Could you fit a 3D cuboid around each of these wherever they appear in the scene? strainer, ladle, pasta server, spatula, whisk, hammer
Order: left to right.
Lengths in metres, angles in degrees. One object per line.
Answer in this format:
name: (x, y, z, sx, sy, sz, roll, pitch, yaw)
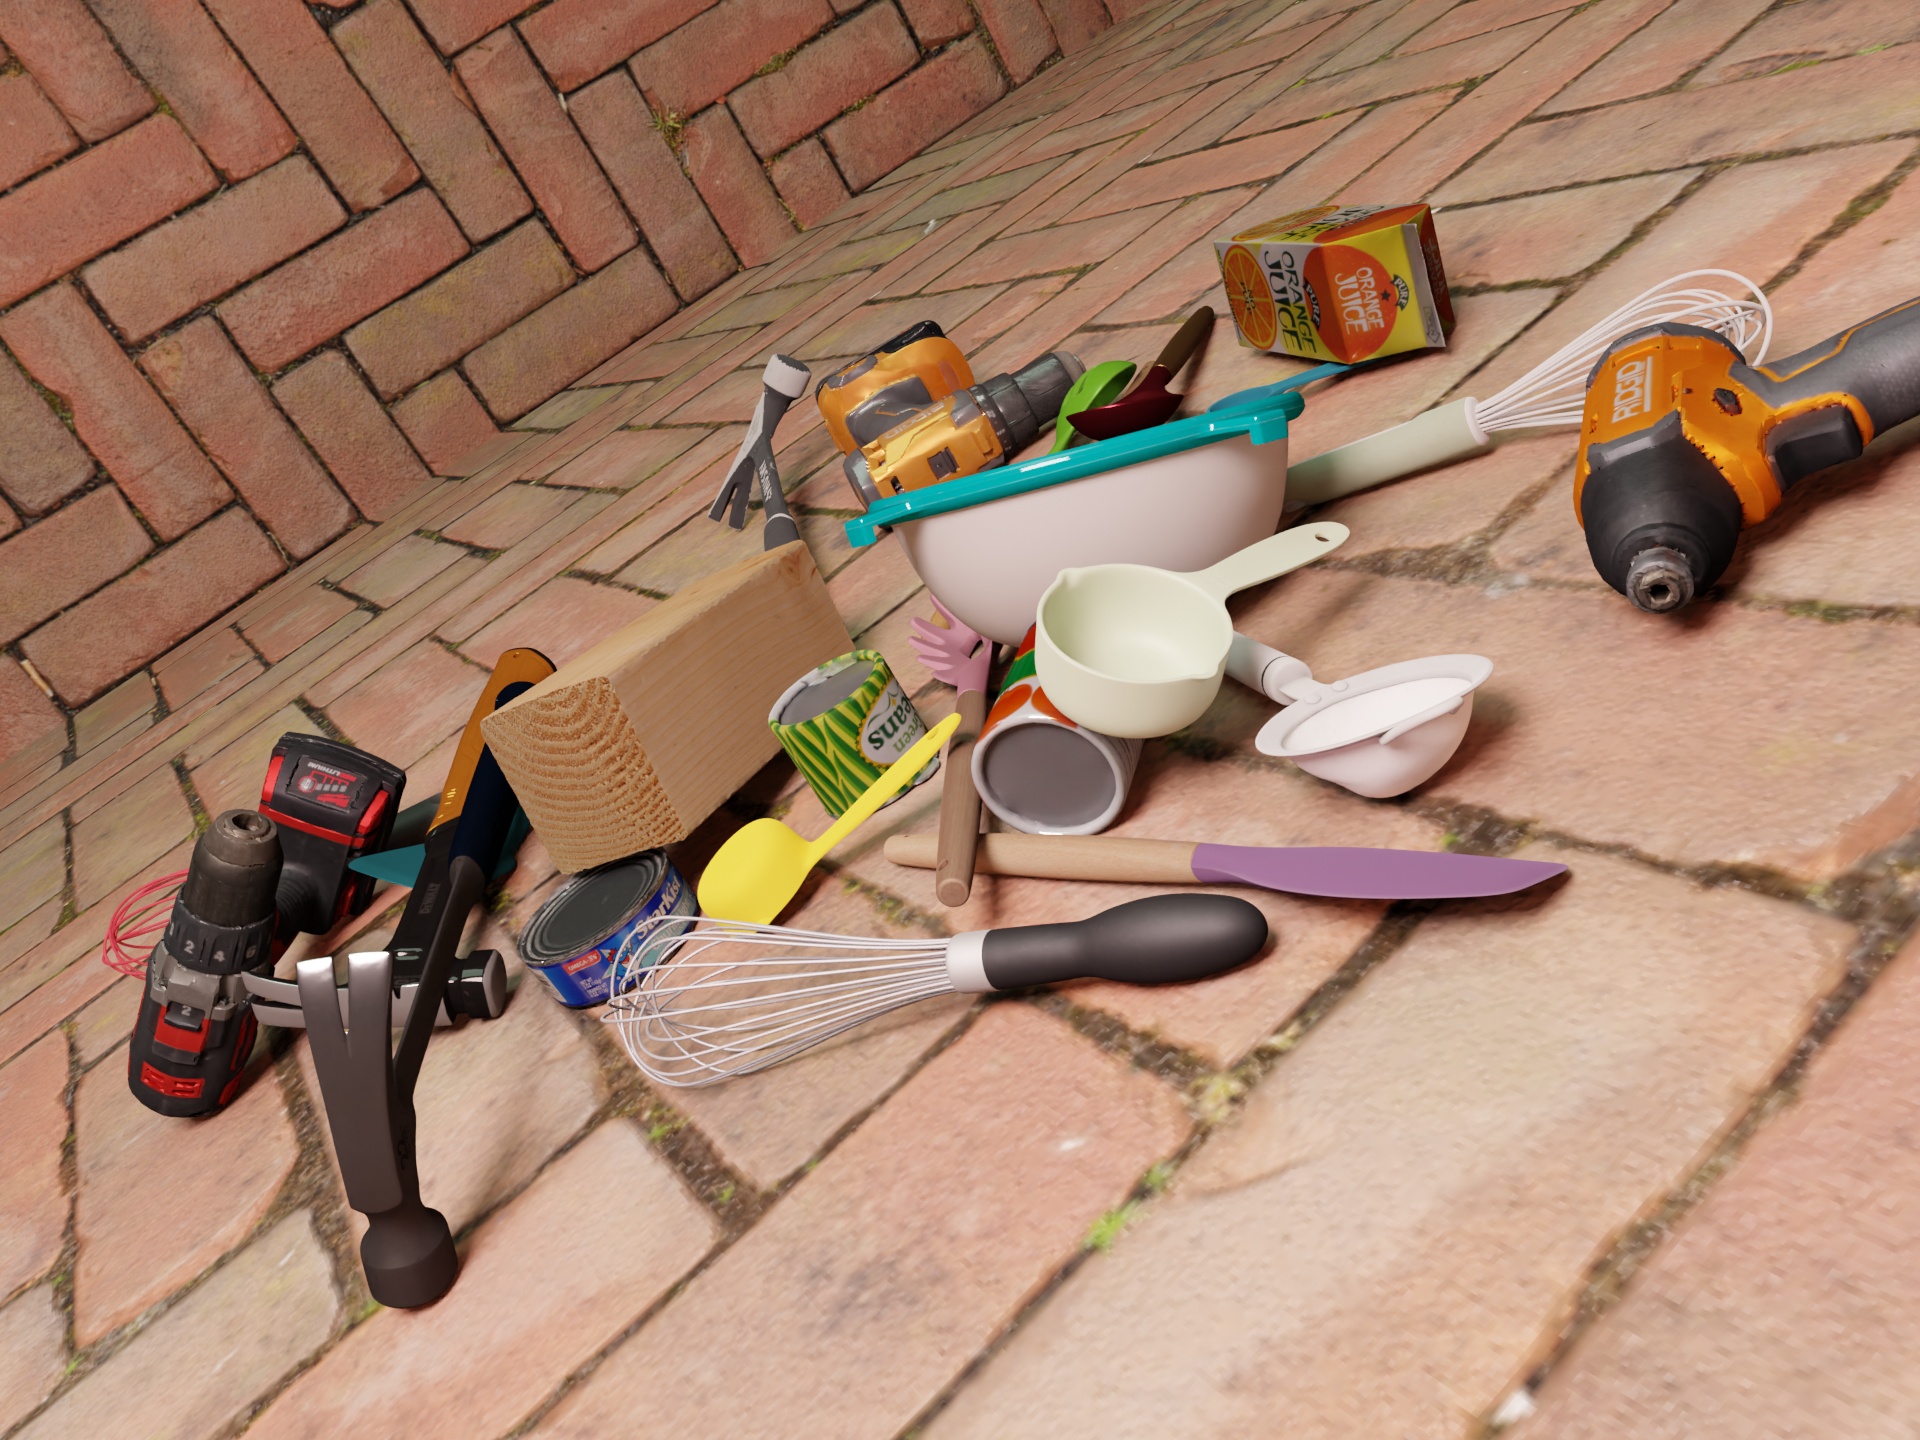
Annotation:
whisk: (-0.448, 0.104, 1.078, 0.296, 0.073, 0.073, -23, 24, 3)
hammer: (-0.296, 0.053, 0.926, 0.127, 0.034, 0.337, -2, 33, 0)
hammer: (-0.237, 0.076, 0.759, 0.035, 0.144, 0.406, -6, 26, -4)
spatula: (-0.252, 0.018, 1.026, 0.082, 0.044, 0.318, 11, 40, 23)
hammer: (-0.138, -0.145, 1.170, 0.149, 0.036, 0.409, -61, 22, 21)
whisk: (-0.022, 0.093, 0.595, 0.284, 0.070, 0.070, -12, 30, 28)
pasta server: (-0.001, -0.002, 0.750, 0.060, 0.040, 0.316, -42, 16, 18)
strainer: (0.082, -0.097, 0.822, 0.211, 0.095, 0.340, -13, 7, 15)
spatula: (0.070, 0.053, 0.596, 0.059, 0.018, 0.316, -11, 6, -39)
ladle: (0.134, -0.232, 1.039, 0.069, 0.031, 0.315, -6, 24, 22)
strainer: (0.135, -0.013, 0.633, 0.087, 0.050, 0.259, -23, 17, -6)
whisk: (0.250, -0.144, 0.747, 0.246, 0.059, 0.057, -17, -11, 38)

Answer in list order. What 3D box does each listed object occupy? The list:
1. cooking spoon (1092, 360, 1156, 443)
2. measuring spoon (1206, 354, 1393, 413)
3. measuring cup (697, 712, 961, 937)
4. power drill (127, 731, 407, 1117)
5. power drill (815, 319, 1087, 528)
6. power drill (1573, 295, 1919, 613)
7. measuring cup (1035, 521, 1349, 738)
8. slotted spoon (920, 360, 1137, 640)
cooking spoon: (0.078, -0.151, 0.994, 0.069, 0.017, 0.319, -16, 28, 35)
measuring spoon: (0.209, -0.194, 0.935, 0.128, 0.021, 0.042, -19, 21, 6)
measuring cup: (-0.063, 0.040, 0.724, 0.156, 0.029, 0.062, -42, 20, 19)
power drill: (-0.396, 0.092, 0.915, 0.227, 0.080, 0.187, -89, 22, -63)
power drill: (-0.012, -0.237, 1.200, 0.185, 0.084, 0.226, -30, 28, 0)
power drill: (0.328, -0.112, 0.552, 0.226, 0.084, 0.164, -19, 27, 36)
measuring cup: (0.100, -0.042, 0.649, 0.167, 0.038, 0.083, -25, 49, -33)
slotted spoon: (0.043, -0.143, 1.004, 0.070, 0.031, 0.314, -48, 8, 48)
